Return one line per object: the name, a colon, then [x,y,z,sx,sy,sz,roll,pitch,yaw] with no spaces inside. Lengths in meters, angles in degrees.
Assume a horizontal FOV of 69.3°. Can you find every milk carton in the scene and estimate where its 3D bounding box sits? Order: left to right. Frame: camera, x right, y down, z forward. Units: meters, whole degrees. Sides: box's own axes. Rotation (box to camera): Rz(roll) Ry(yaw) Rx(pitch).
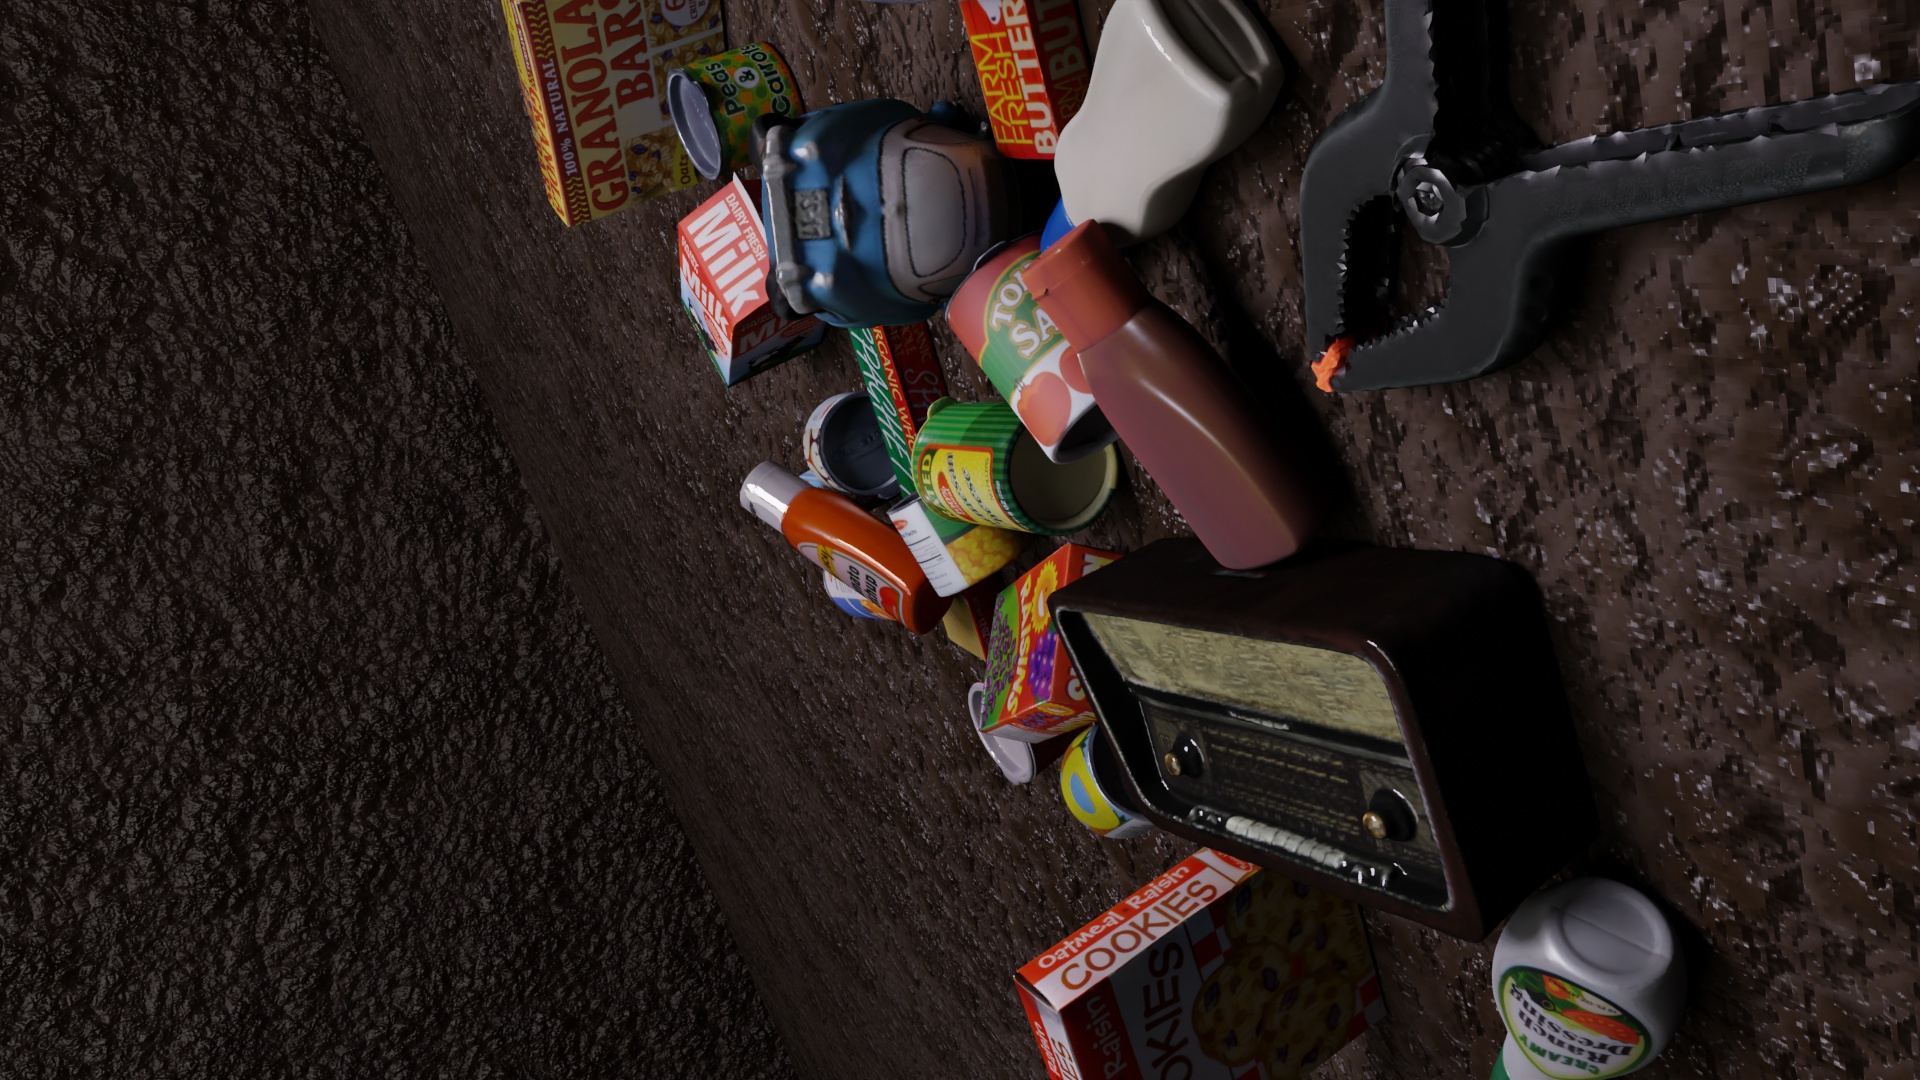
milk carton: [-0.127,-0.162,0.865,0.072,0.073,0.190,62,167,3]

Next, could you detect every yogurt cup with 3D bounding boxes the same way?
yogurt cup: [0.045,0.106,0.853,0.072,0.054,0.072,47,154,33]

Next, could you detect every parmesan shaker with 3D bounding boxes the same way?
parmesan shaker: [0.024,-0.040,0.709,0.103,0.071,0.071,10,124,63]

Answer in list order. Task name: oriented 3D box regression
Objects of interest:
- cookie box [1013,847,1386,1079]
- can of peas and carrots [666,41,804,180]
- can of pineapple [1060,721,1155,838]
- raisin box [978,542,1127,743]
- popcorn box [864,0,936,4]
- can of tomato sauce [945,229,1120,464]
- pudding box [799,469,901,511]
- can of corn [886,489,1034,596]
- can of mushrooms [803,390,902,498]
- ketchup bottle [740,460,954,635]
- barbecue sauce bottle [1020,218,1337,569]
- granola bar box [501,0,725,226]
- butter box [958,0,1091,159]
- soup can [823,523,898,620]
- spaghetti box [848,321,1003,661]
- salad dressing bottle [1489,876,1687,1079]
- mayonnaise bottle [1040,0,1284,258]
cookie box: [0.118,0.217,0.664,0.040,0.168,0.122,20,133,60]
can of peas and carrots: [-0.132,-0.256,0.821,0.071,0.059,0.070,47,153,33]
can of pineapple: [0.092,0.122,0.751,0.071,0.071,0.057,57,158,13]
raisin box: [0.050,0.059,0.750,0.123,0.040,0.086,136,146,-68]
popcorn box: [-0.011,-0.270,0.519,0.085,0.038,0.126,27,123,56]
can of tomato sauce: [0.043,-0.086,0.615,0.083,0.071,0.071,55,157,17]
pudding box: [-0.073,-0.040,0.952,0.083,0.050,0.030,10,126,63]
can of corn: [0.003,-0.010,0.796,0.058,0.071,0.071,59,159,-6]
can of mushrooms: [-0.064,-0.060,0.885,0.033,0.071,0.071,10,124,64]
ketchup bottle: [-0.072,0.000,0.871,0.149,0.044,0.064,33,157,23]
barbecue sauce bottle: [0.082,-0.056,0.546,0.148,0.044,0.064,50,159,-11]
granola bar box: [-0.207,-0.287,0.864,0.039,0.124,0.164,51,156,29]
butter box: [0.025,-0.210,0.570,0.053,0.024,0.103,25,137,57]
soup can: [-0.046,0.022,0.948,0.083,0.071,0.071,-3,113,65]
spaghetti box: [-0.017,-0.040,0.855,0.050,0.029,0.249,25,138,55]
salad dressing bottle: [0.234,0.186,0.534,0.064,0.044,0.146,22,143,27]
mayonnaise bottle: [0.067,-0.147,0.529,0.065,0.041,0.147,55,159,8]
